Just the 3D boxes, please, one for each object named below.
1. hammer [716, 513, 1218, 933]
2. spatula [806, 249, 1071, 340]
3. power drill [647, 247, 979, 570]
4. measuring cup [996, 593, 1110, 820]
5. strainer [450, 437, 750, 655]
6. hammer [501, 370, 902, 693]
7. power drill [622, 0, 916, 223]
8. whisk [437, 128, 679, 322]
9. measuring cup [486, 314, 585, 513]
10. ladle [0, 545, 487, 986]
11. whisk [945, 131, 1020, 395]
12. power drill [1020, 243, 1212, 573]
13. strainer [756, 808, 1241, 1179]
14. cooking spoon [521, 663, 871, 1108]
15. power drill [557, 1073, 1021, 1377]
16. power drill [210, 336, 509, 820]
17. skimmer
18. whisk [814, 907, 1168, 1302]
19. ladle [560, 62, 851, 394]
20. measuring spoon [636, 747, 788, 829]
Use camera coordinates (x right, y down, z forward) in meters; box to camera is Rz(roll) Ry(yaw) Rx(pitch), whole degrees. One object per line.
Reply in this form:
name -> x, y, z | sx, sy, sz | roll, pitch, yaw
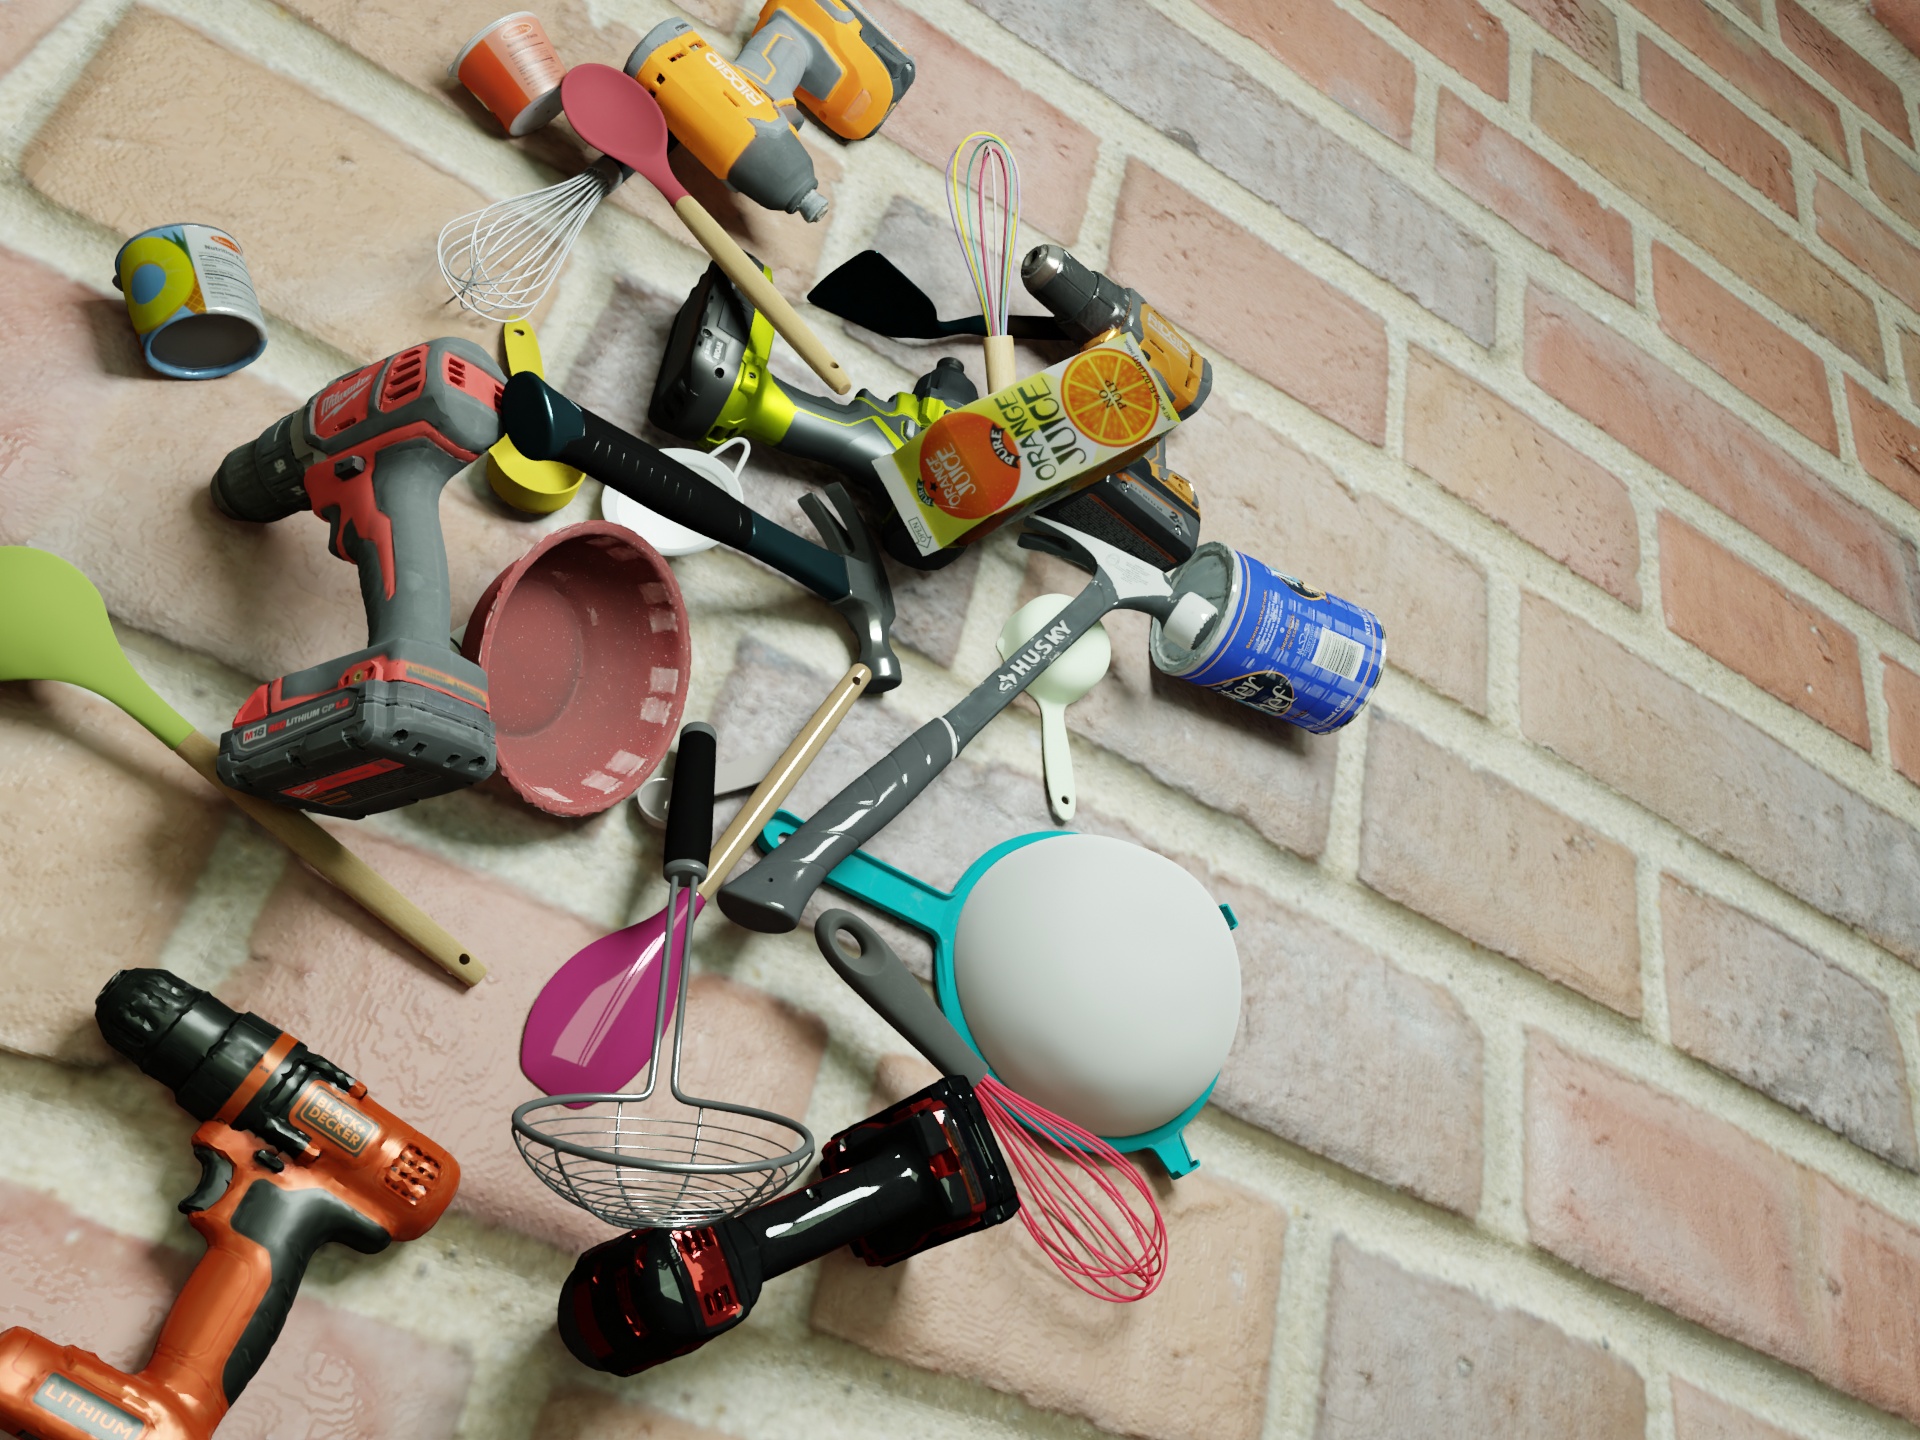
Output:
hammer -> -0.002, -0.003, 0.992 | 0.149, 0.036, 0.409 | 36, 51, 17
spatula -> 0.032, -0.314, 1.223 | 0.317, 0.082, 0.044 | -9, 82, -41
power drill -> -0.086, -0.217, 1.081 | 0.223, 0.080, 0.171 | 24, 55, -25
measuring cup -> 0.072, -0.013, 1.090 | 0.083, 0.038, 0.168 | 12, 57, -27
strainer -> -0.221, -0.093, 0.949 | 0.087, 0.050, 0.258 | 37, 54, 18
hammer -> -0.135, -0.115, 0.919 | 0.330, 0.033, 0.128 | 25, 50, -57
power drill -> -0.123, -0.453, 1.163 | 0.164, 0.084, 0.226 | 44, 43, -7
whisk -> -0.255, -0.348, 1.056 | 0.070, 0.070, 0.285 | 38, 46, -10
measuring cup -> -0.270, -0.190, 0.986 | 0.062, 0.029, 0.157 | 5, 51, -31
ladle -> -0.368, 0.032, 0.794 | 0.320, 0.062, 0.078 | 43, 48, -14
whisk -> 0.029, -0.301, 1.155 | 0.047, 0.051, 0.245 | -17, 105, -52
power drill -> 0.109, -0.237, 1.189 | 0.185, 0.084, 0.226 | 33, 50, -32
strainer -> 0.043, 0.122, 0.960 | 0.340, 0.095, 0.211 | 28, 54, -15
cooking spoon -> -0.137, 0.080, 0.904 | 0.068, 0.017, 0.319 | 40, 58, -9
power drill -> -0.090, 0.255, 0.785 | 0.219, 0.143, 0.079 | -11, 71, -43
power drill -> -0.312, -0.070, 0.799 | 0.080, 0.188, 0.227 | 29, 51, -56
skimmer -> -0.135, 0.096, 0.779 | 0.127, 0.090, 0.364 | 7, 37, -11
whisk -> 0.019, 0.218, 0.900 | 0.295, 0.073, 0.073 | 49, 50, -8
ladle -> -0.162, -0.315, 1.017 | 0.069, 0.031, 0.316 | -24, 65, -34
measuring spoon -> -0.141, 0.040, 0.946 | 0.124, 0.018, 0.034 | -20, 58, -45
